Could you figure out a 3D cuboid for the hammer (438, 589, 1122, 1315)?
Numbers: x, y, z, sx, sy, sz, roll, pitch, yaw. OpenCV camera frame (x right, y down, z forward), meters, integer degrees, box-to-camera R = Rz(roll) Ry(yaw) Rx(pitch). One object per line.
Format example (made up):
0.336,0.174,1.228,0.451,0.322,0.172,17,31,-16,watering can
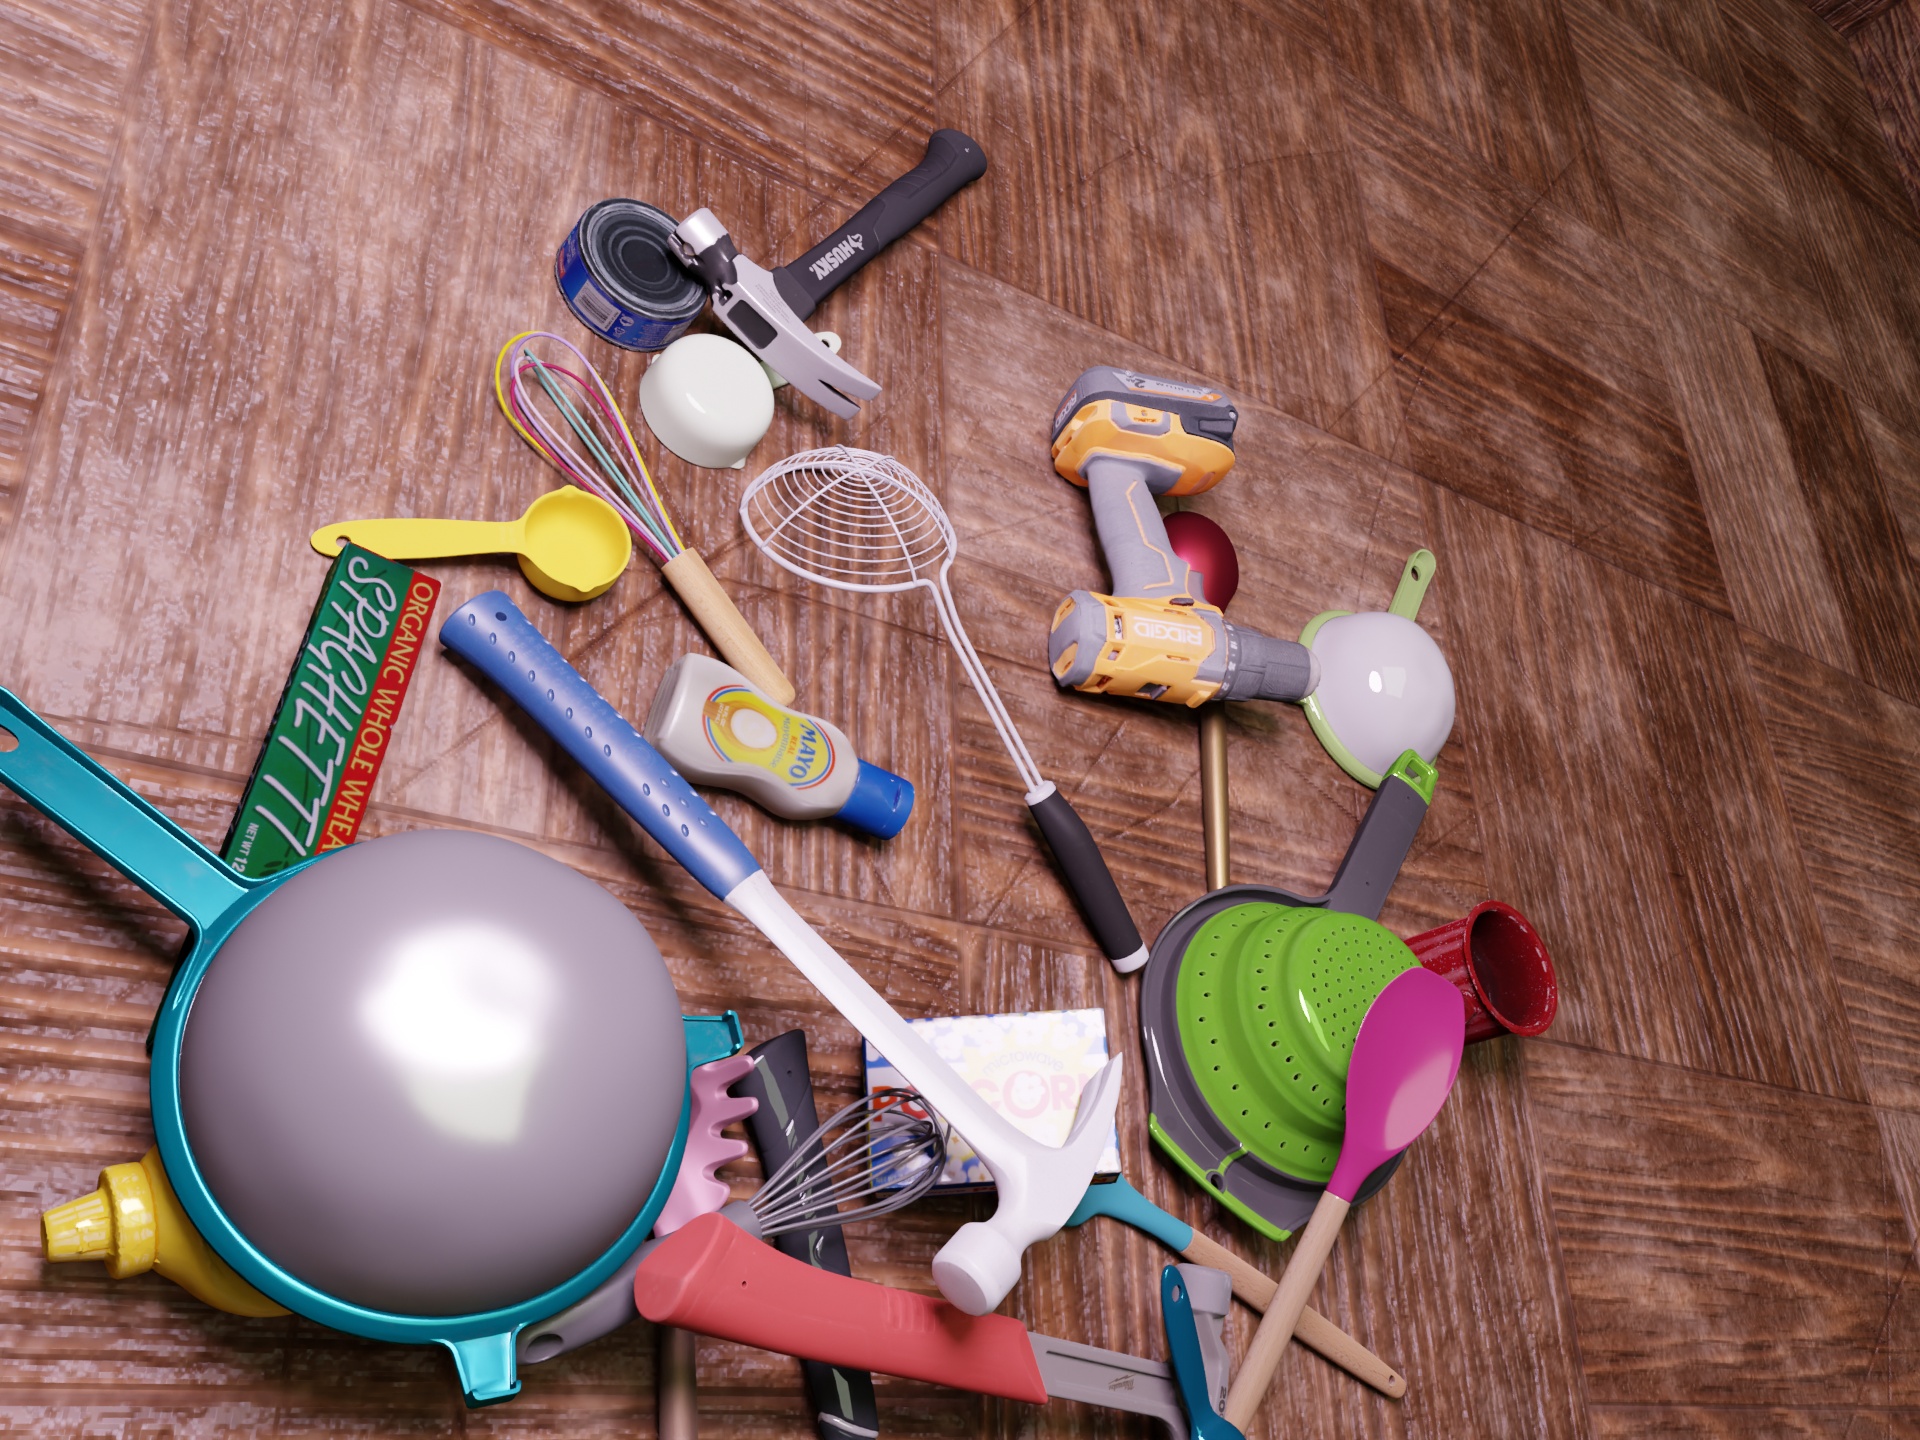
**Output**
-0.092,0.084,0.756,0.405,0.035,0.144,44,46,9,hammer

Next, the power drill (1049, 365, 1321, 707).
0.150,-0.114,1.071,0.185,0.084,0.226,8,64,-18,power drill

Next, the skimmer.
-0.002,-0.003,0.950,0.127,0.090,0.363,-39,104,-46,skimmer

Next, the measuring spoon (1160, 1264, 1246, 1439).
0.125,0.335,0.800,0.042,0.021,0.128,-20,99,-44,measuring spoon

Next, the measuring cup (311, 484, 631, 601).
-0.247,-0.087,0.810,0.156,0.029,0.062,-3,69,-27,measuring cup

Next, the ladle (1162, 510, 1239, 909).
0.171,-0.015,1.094,0.069,0.031,0.316,16,60,-26,ladle

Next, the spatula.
0.150,0.308,0.895,0.317,0.044,0.082,38,64,-18,spatula

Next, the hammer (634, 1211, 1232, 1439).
0.004,0.300,0.731,0.358,0.037,0.149,29,64,-37,hammer

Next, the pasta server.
-0.120,0.293,0.696,0.060,0.040,0.316,14,60,-38,pasta server

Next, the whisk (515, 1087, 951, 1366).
-0.095,0.221,0.700,0.239,0.055,0.055,-17,78,-41,whisk

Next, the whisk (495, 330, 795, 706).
-0.171,-0.104,0.867,0.047,0.051,0.245,-38,98,-22,whisk

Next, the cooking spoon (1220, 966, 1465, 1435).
0.193,0.281,0.861,0.068,0.017,0.319,31,80,-16,cooking spoon

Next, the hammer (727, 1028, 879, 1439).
-0.042,0.345,0.732,0.149,0.036,0.409,0,68,-39,hammer

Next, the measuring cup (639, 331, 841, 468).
-0.119,-0.211,0.957,0.083,0.038,0.167,53,49,-3,measuring cup

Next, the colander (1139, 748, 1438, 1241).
0.255,0.132,0.999,0.204,0.094,0.397,41,50,-3,colander

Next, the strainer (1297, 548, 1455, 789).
0.347,-0.060,1.224,0.151,0.069,0.256,42,50,-13,strainer

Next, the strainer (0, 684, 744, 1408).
-0.237,0.079,0.603,0.340,0.095,0.211,39,44,-6,strainer

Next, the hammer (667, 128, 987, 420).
-0.055,-0.318,1.045,0.146,0.035,0.335,48,41,-12,hammer
